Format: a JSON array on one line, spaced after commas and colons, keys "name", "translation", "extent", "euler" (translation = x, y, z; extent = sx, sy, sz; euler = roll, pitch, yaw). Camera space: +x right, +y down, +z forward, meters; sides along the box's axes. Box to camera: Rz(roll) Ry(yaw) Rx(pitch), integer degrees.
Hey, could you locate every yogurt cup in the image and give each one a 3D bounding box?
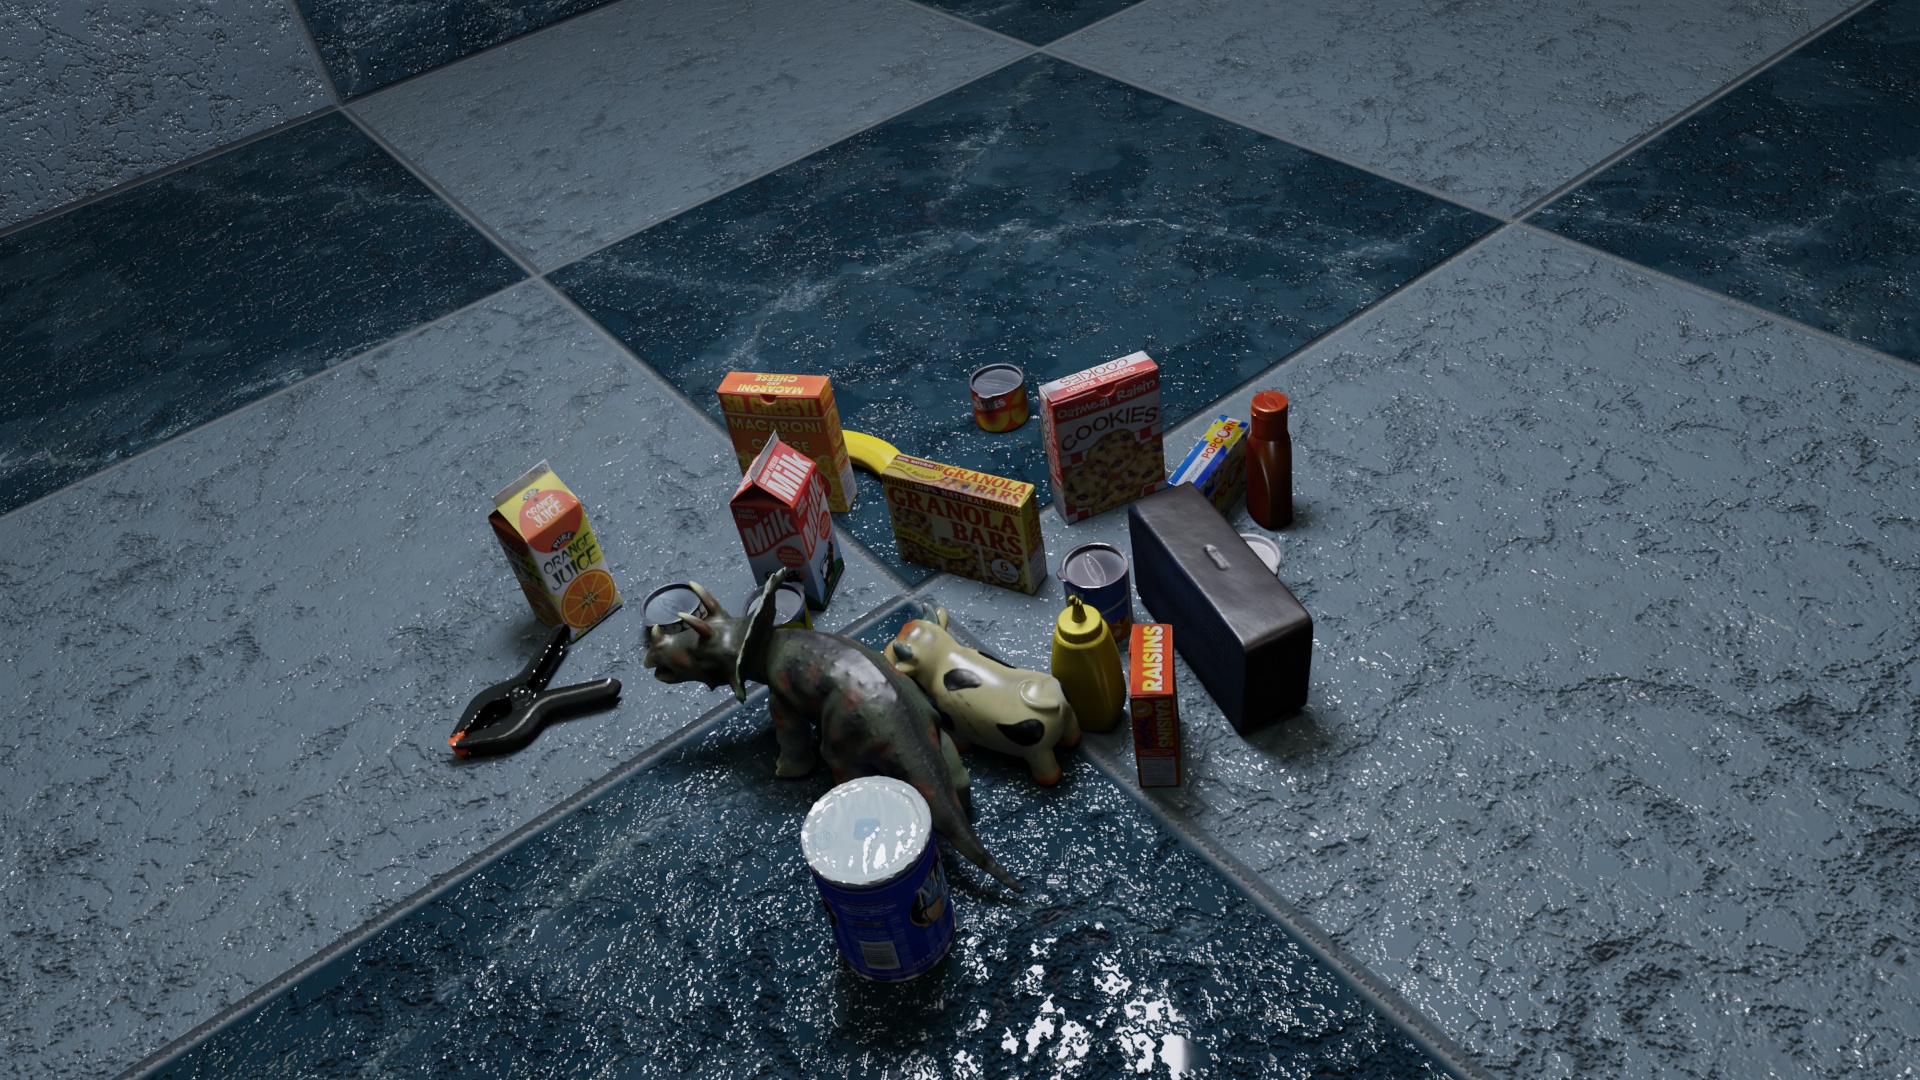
[{"name": "yogurt cup", "translation": [0.285, 0.034, 1.385], "extent": [0.072, 0.053, 0.073], "euler": [-6, 41, 5]}]

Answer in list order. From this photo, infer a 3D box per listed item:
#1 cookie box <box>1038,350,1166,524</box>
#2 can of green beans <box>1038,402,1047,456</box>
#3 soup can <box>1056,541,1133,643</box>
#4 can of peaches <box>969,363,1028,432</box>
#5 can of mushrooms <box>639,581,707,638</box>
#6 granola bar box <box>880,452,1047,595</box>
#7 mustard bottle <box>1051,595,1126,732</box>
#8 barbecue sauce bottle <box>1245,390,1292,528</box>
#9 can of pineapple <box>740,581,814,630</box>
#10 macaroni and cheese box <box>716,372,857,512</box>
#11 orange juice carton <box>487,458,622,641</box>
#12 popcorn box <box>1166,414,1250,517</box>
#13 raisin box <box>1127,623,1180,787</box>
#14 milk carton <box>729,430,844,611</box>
[{"name": "cookie box", "translation": [0.155, -0.109, 1.490], "extent": [0.123, 0.166, 0.040], "euler": [-20, 41, -11]}, {"name": "can of green beans", "translation": [0.126, -0.130, 1.605], "extent": [0.071, 0.057, 0.071], "euler": [-6, 41, 5]}, {"name": "soup can", "translation": [0.133, 0.054, 1.372], "extent": [0.071, 0.083, 0.072], "euler": [-6, 41, 5]}, {"name": "can of peaches", "translation": [0.045, -0.170, 1.667], "extent": [0.071, 0.057, 0.071], "euler": [-6, 41, 5]}, {"name": "can of mushrooms", "translation": [-0.306, 0.078, 1.477], "extent": [0.071, 0.033, 0.071], "euler": [-6, 41, 5]}, {"name": "granola bar box", "translation": [0.005, -0.018, 1.451], "extent": [0.165, 0.123, 0.039], "euler": [15, 47, 27]}, {"name": "mustard bottle", "translation": [0.114, 0.106, 1.258], "extent": [0.065, 0.159, 0.049], "euler": [12, 46, 25]}, {"name": "barbecue sauce bottle", "translation": [0.320, -0.085, 1.442], "extent": [0.044, 0.147, 0.065], "euler": [-16, 41, -6]}, {"name": "can of pineapple", "translation": [-0.184, 0.085, 1.425], "extent": [0.071, 0.057, 0.071], "euler": [-6, 41, 5]}, {"name": "macaroni and cheese box", "translation": [-0.193, -0.109, 1.565], "extent": [0.124, 0.165, 0.040], "euler": [4, 43, 17]}, {"name": "orange juice carton", "translation": [-0.432, 0.008, 1.463], "extent": [0.073, 0.191, 0.072], "euler": [25, 52, 34]}, {"name": "popcorn box", "translation": [0.265, -0.062, 1.476], "extent": [0.038, 0.084, 0.127], "euler": [19, 49, 30]}, {"name": "raisin box", "translation": [0.172, 0.146, 1.228], "extent": [0.040, 0.122, 0.086], "euler": [-2, 41, 11]}, {"name": "milk carton", "translation": [-0.183, -0.019, 1.442], "extent": [0.073, 0.189, 0.073], "euler": [4, 43, 17]}]
